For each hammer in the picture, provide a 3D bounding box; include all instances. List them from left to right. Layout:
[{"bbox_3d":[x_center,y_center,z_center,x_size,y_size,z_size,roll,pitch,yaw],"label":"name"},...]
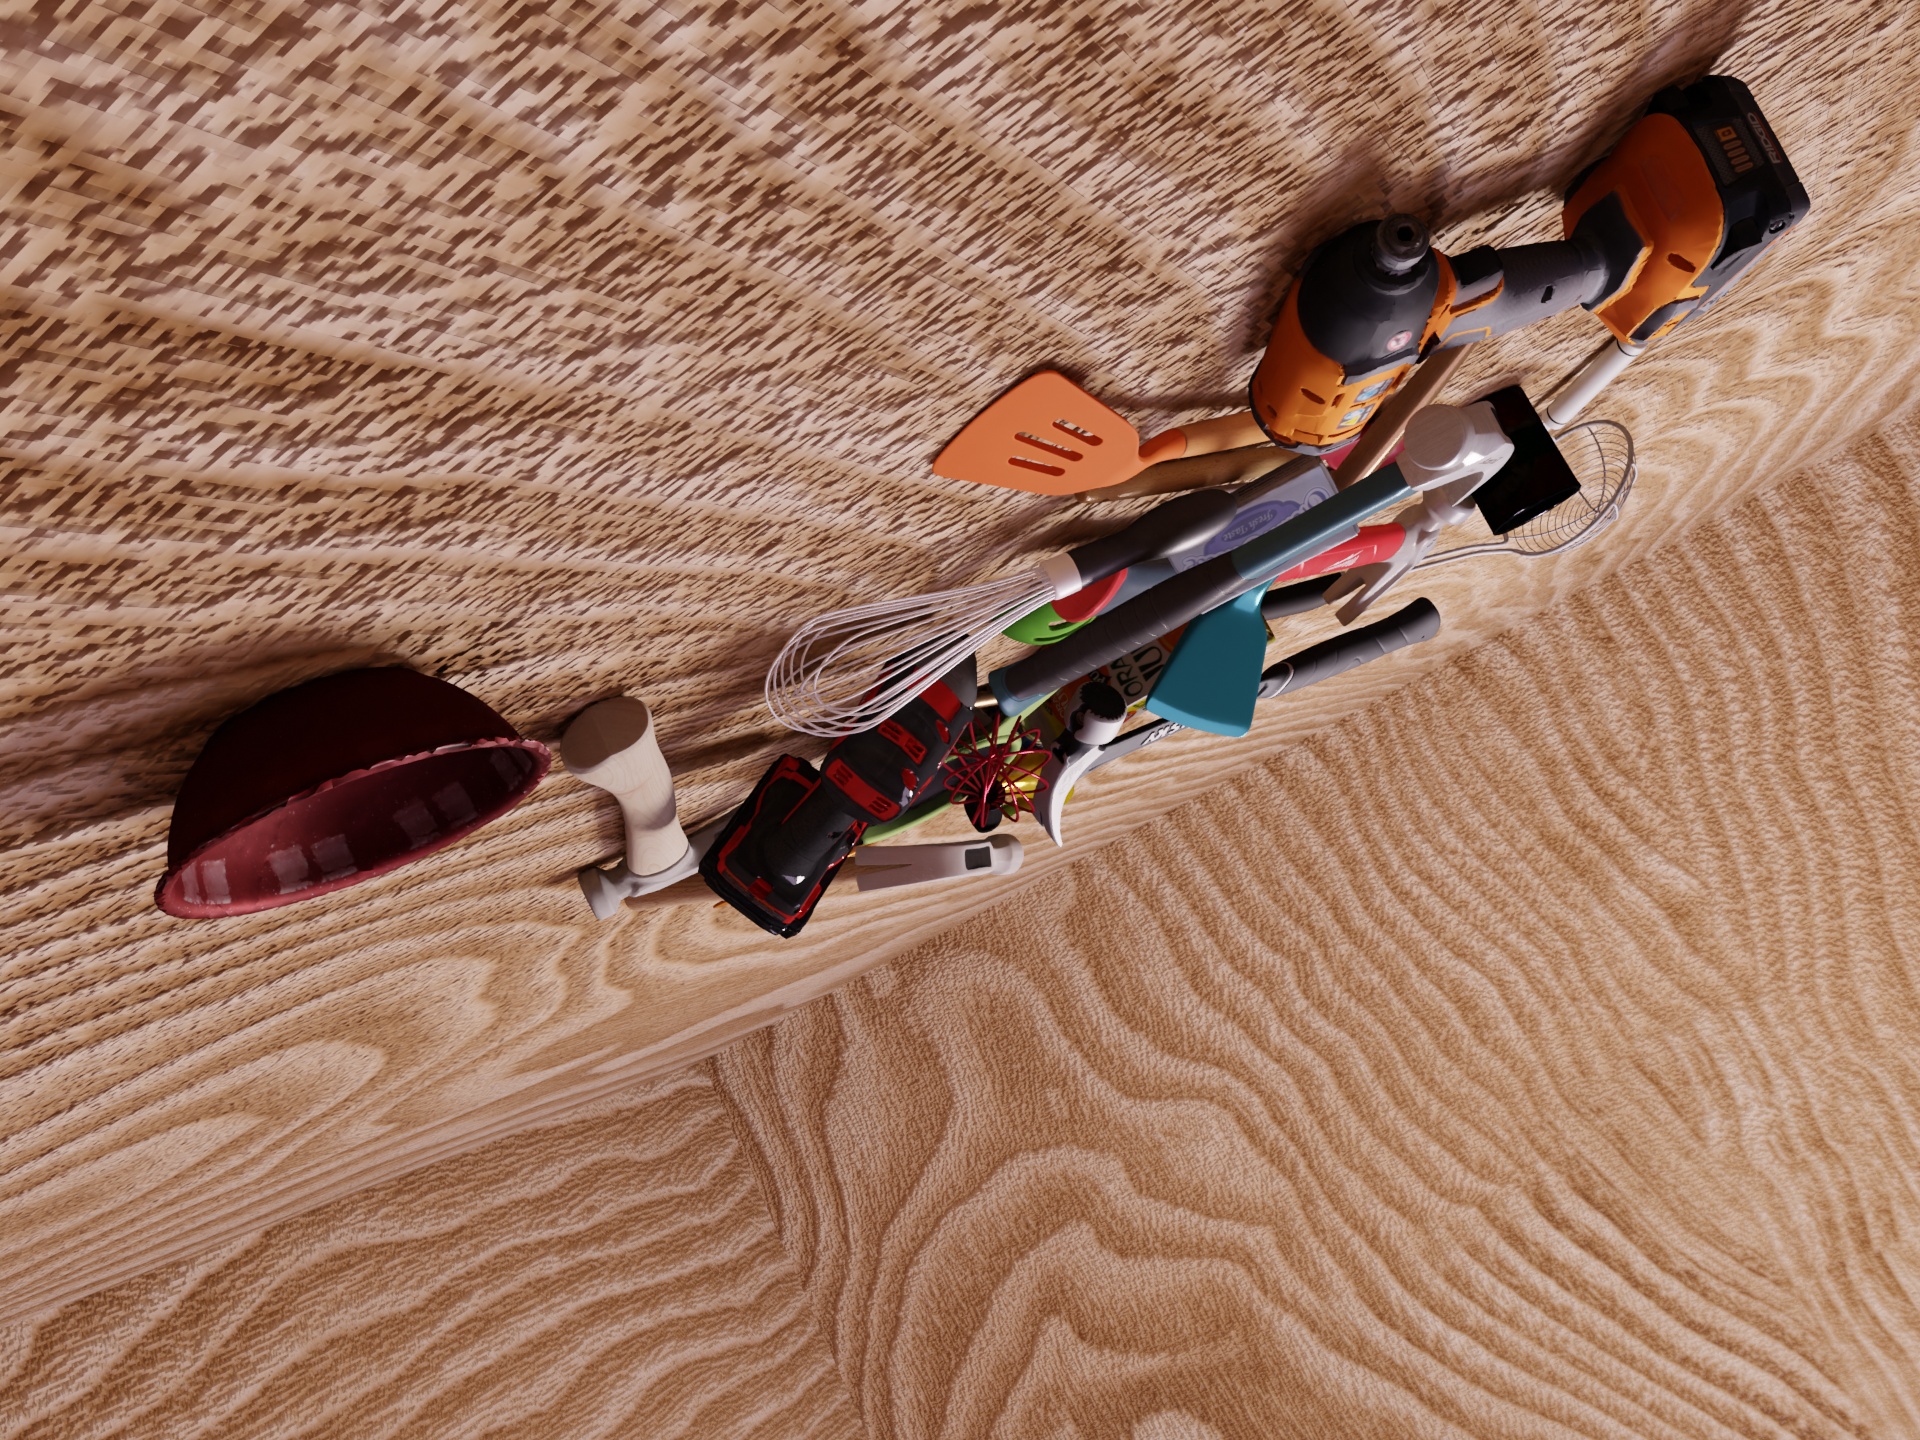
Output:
[{"bbox_3d":[-0.189,0.051,1.007,0.146,0.038,0.410,-25,169,-13],"label":"hammer"},{"bbox_3d":[-0.125,0.118,1.199,0.331,0.031,0.130,-9,174,31],"label":"hammer"},{"bbox_3d":[0.140,-0.078,0.853,0.331,0.033,0.128,-28,171,35],"label":"hammer"},{"bbox_3d":[0.193,-0.095,1.063,0.386,0.038,0.143,-13,154,-42],"label":"hammer"},{"bbox_3d":[0.213,-0.019,1.151,0.409,0.036,0.149,-20,149,-34],"label":"hammer"}]

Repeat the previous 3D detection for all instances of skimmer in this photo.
[{"bbox_3d":[0.374,-0.155,1.318,0.363,0.090,0.127,-15,-147,2],"label":"skimmer"}]

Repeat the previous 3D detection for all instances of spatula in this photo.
[{"bbox_3d":[0.117,-0.151,0.804,0.322,0.041,0.081,-21,169,-48],"label":"spatula"},{"bbox_3d":[0.220,-0.117,0.943,0.082,0.044,0.317,16,129,-26],"label":"spatula"}]

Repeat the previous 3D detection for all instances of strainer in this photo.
[{"bbox_3d":[-0.002,-0.004,1.120,0.256,0.069,0.151,-41,163,32],"label":"strainer"},{"bbox_3d":[0.442,-0.222,1.194,0.087,0.050,0.258,-8,161,-15],"label":"strainer"}]

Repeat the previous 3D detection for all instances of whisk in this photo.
[{"bbox_3d":[0.020,0.047,1.076,0.073,0.073,0.295,-25,171,-6],"label":"whisk"},{"bbox_3d":[0.025,-0.067,0.865,0.284,0.070,0.070,-24,169,-10],"label":"whisk"}]

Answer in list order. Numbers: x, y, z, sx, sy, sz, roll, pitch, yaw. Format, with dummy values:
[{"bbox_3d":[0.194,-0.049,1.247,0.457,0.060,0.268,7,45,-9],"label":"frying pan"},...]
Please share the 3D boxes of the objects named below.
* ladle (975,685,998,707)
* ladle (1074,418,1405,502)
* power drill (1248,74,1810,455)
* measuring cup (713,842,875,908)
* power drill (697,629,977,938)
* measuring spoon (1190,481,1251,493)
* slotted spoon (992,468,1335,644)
[{"bbox_3d":[0.131,-0.034,1.311,0.320,0.062,0.078,-14,-153,-36],"label":"ladle"},{"bbox_3d":[0.181,-0.152,0.938,0.315,0.031,0.069,-15,171,-39],"label":"ladle"},{"bbox_3d":[0.249,-0.203,0.711,0.226,0.084,0.164,-21,169,-5],"label":"power drill"},{"bbox_3d":[-0.137,0.100,1.329,0.173,0.052,0.095,-25,170,2],"label":"measuring cup"},{"bbox_3d":[-0.066,0.034,0.978,0.219,0.078,0.143,-44,-170,47],"label":"power drill"},{"bbox_3d":[0.184,-0.140,0.994,0.124,0.018,0.034,-12,-162,-42],"label":"measuring spoon"},{"bbox_3d":[0.166,-0.119,1.061,0.314,0.031,0.070,-26,165,-11],"label":"slotted spoon"}]
